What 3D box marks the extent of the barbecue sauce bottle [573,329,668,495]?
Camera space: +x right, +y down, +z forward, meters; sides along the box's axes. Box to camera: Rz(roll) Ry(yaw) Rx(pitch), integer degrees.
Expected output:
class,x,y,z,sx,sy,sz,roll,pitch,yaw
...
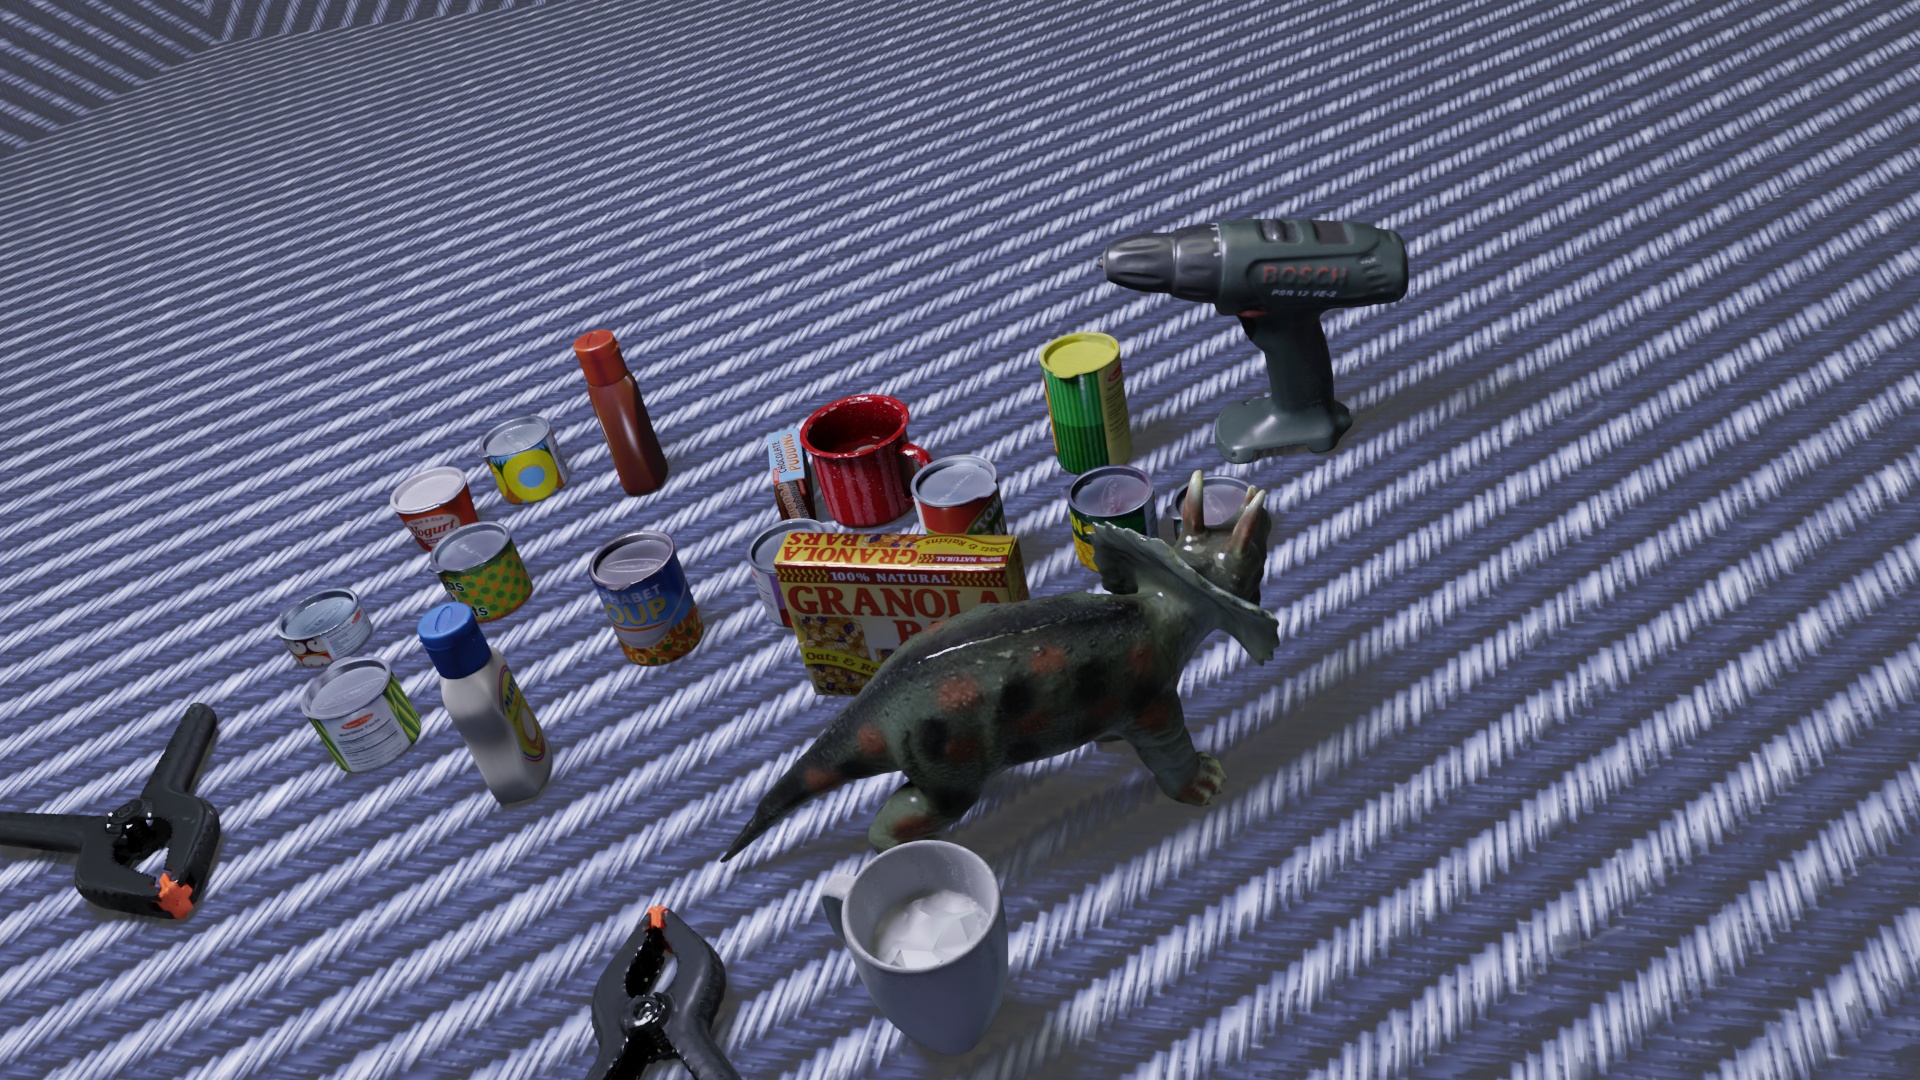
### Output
class,x,y,z,sx,sy,sz,roll,pitch,yaw
barbecue sauce bottle,-0.304,-0.116,1.243,0.044,0.147,0.065,-13,36,0

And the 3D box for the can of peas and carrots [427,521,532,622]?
class,x,y,z,sx,sy,sz,roll,pitch,yaw
can of peas and carrots,-0.399,0.028,1.154,0.071,0.058,0.071,-8,36,6

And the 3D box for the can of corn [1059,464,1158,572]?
class,x,y,z,sx,sy,sz,roll,pitch,yaw
can of corn,0.115,-0.016,1.064,0.071,0.058,0.071,-8,36,6

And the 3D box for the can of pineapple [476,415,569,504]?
class,x,y,z,sx,sy,sz,roll,pitch,yaw
can of pineapple,-0.407,-0.074,1.294,0.071,0.057,0.071,-8,36,6

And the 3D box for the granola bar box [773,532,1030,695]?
class,x,y,z,sx,sy,sz,roll,pitch,yaw
granola bar box,-0.035,0.054,0.959,0.165,0.123,0.039,1,38,17

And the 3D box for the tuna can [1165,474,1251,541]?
class,x,y,z,sx,sy,sz,roll,pitch,yaw
tuna can,0.194,-0.018,1.066,0.071,0.032,0.071,-8,36,6

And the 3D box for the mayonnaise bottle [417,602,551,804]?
class,x,y,z,sx,sy,sz,roll,pitch,yaw
mayonnaise bottle,-0.324,0.109,0.948,0.041,0.147,0.065,-12,36,1

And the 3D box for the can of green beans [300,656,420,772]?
class,x,y,z,sx,sy,sz,roll,pitch,yaw
can of green beans,-0.444,0.129,1.032,0.071,0.057,0.071,-8,36,6

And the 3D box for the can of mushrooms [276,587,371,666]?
class,x,y,z,sx,sy,sz,roll,pitch,yaw
can of mushrooms,-0.529,0.072,1.154,0.071,0.033,0.071,-8,36,6

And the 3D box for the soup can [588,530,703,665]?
class,x,y,z,sx,sy,sz,roll,pitch,yaw
soup can,-0.240,0.046,1.062,0.071,0.083,0.072,-8,36,6

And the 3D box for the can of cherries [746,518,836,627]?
class,x,y,z,sx,sy,sz,roll,pitch,yaw
can of cherries,-0.124,0.025,1.079,0.071,0.058,0.072,-8,36,6

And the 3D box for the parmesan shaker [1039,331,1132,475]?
class,x,y,z,sx,sy,sz,roll,pitch,yaw
parmesan shaker,0.104,-0.112,1.158,0.071,0.102,0.072,-8,36,6

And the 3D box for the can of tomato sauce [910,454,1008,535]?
class,x,y,z,sx,sy,sz,roll,pitch,yaw
can of tomato sauce,0.004,-0.013,1.072,0.071,0.082,0.071,-8,36,6

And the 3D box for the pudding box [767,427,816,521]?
class,x,y,z,sx,sy,sz,roll,pitch,yaw
pudding box,-0.146,-0.055,1.199,0.030,0.049,0.084,-13,36,-1

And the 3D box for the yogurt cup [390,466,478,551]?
class,x,y,z,sx,sy,sz,roll,pitch,yaw
yogurt cup,-0.470,-0.026,1.251,0.072,0.053,0.073,-8,36,6
